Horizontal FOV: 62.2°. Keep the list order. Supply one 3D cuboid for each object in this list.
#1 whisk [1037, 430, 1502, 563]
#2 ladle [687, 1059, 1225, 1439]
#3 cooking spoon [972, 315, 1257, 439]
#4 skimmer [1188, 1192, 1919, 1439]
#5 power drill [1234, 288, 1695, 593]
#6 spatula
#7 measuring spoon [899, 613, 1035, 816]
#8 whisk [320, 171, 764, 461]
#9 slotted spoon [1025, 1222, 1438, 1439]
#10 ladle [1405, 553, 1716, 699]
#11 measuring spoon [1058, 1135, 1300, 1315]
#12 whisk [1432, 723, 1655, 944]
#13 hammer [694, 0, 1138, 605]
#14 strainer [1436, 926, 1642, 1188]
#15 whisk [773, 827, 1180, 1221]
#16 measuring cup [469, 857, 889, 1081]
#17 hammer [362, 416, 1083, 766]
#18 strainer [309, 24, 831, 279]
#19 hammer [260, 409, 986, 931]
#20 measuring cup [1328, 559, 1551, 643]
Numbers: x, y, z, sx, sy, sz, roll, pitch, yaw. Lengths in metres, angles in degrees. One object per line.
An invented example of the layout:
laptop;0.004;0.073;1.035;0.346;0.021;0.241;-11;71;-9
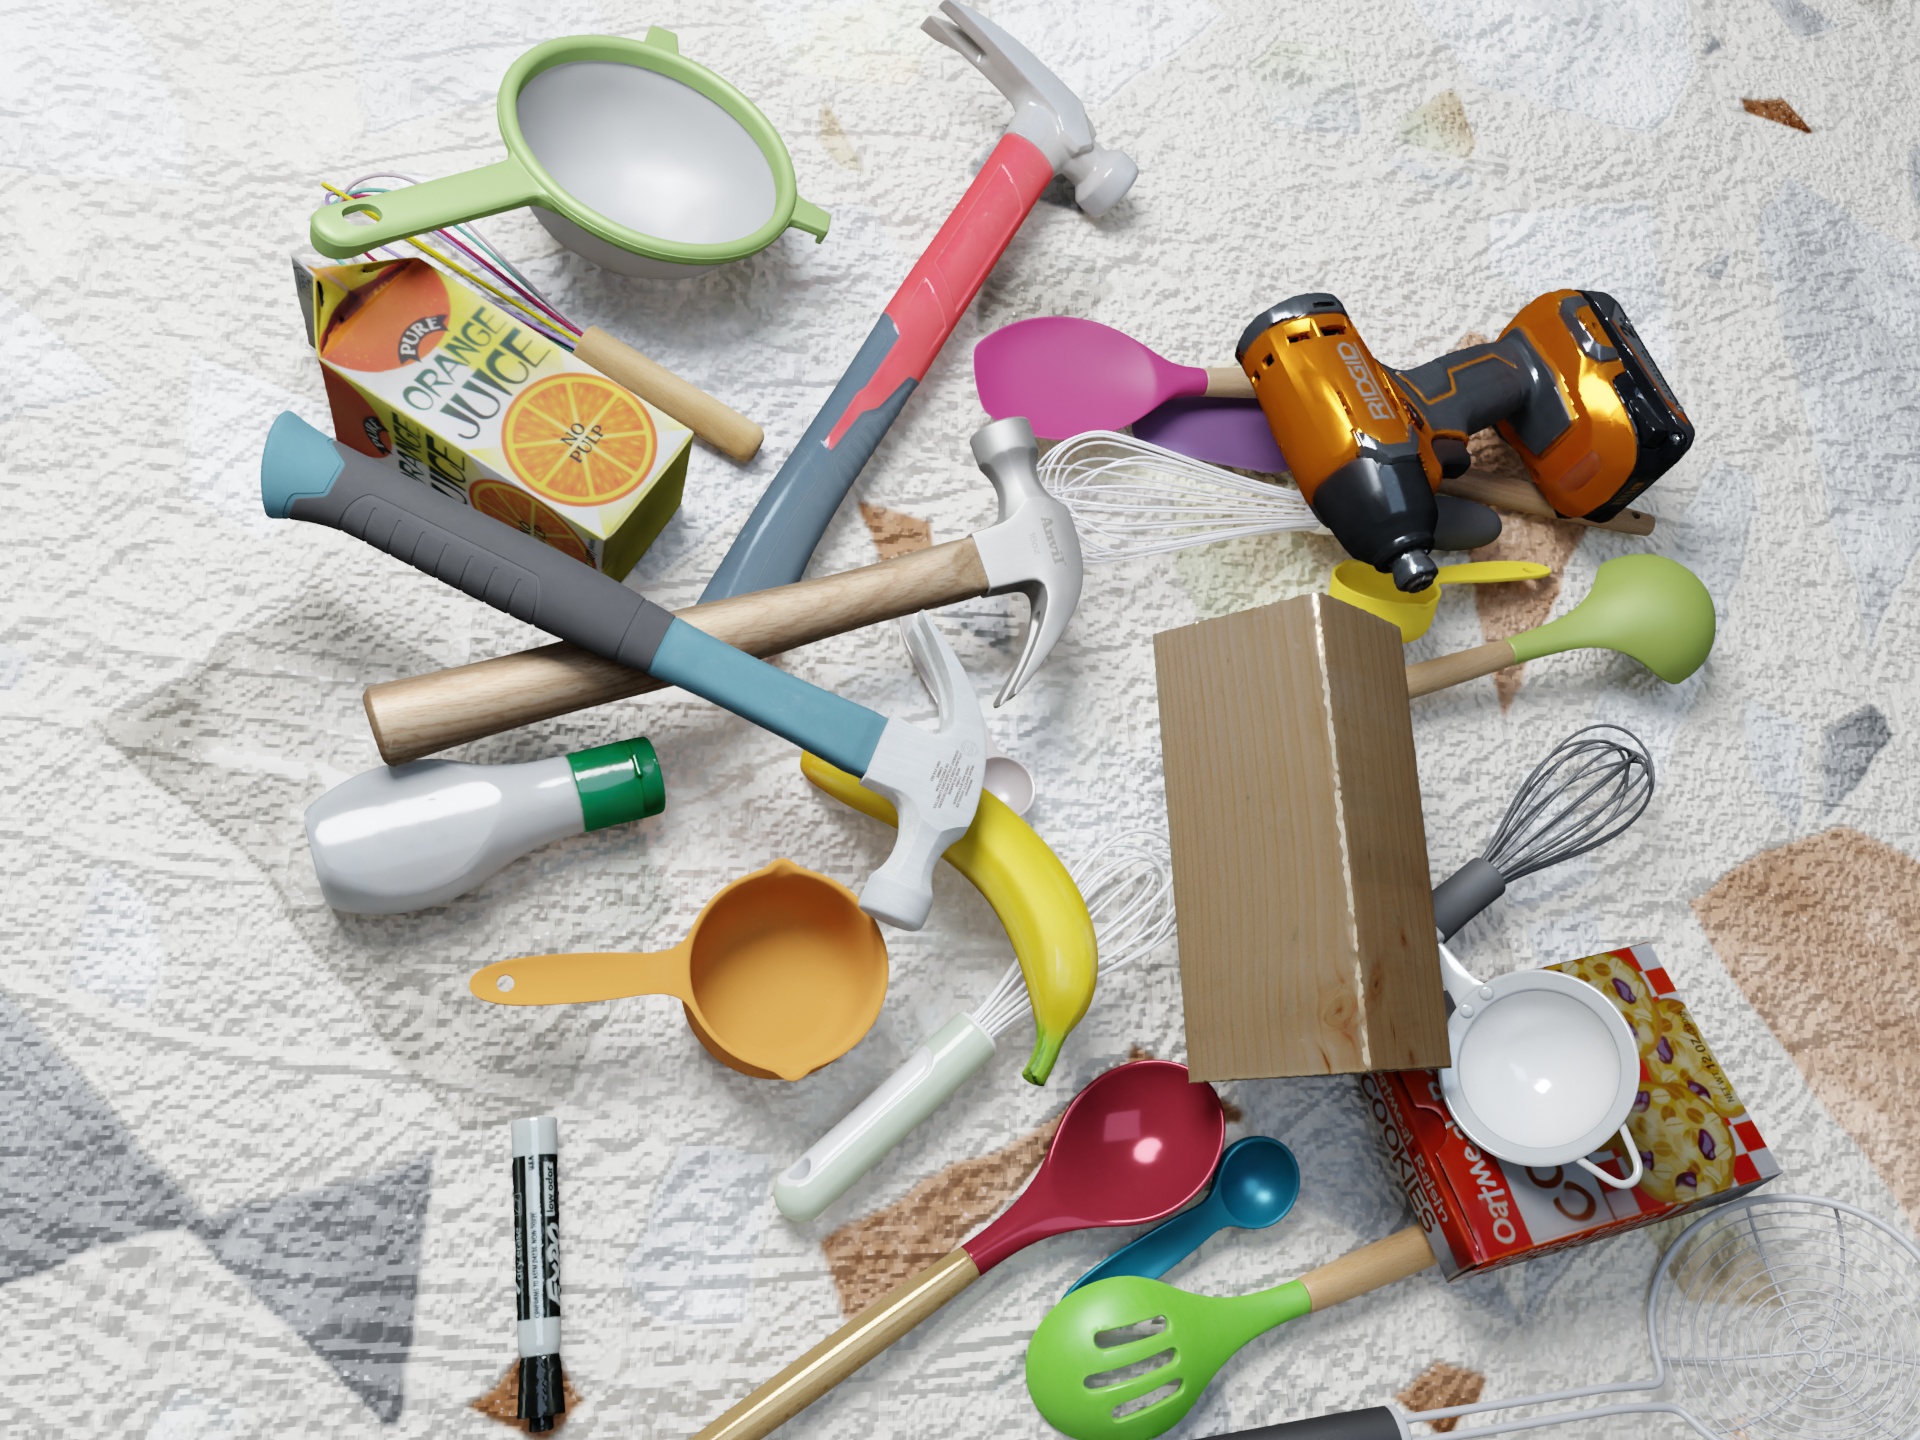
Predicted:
whisk;0.167;-0.113;0.845;0.284;0.070;0.070;1;70;-19
ladle;-0.016;0.246;0.675;0.315;0.031;0.069;-30;57;-20
cooking spoon;0.154;-0.185;0.872;0.318;0.017;0.069;-4;79;-21
skimmer;0.253;0.286;0.696;0.363;0.090;0.127;-3;39;-13
power drill;0.270;-0.148;0.836;0.226;0.084;0.164;-9;66;-25
spatula;0.247;-0.144;0.896;0.316;0.018;0.060;12;61;-9
measuring spoon;-0.001;-0.003;0.783;0.034;0.018;0.124;-20;69;-20
whisk;-0.207;-0.197;0.786;0.245;0.047;0.051;30;64;-5
slotted spoon;0.177;0.251;0.724;0.313;0.031;0.070;-13;85;-20
ladle;0.264;-0.024;0.849;0.320;0.062;0.078;-16;70;-12
measuring spoon;0.096;0.230;0.719;0.128;0.021;0.042;-29;99;-13
whisk;0.264;0.077;0.802;0.239;0.055;0.055;-34;81;-19
hammer;-0.043;-0.199;0.815;0.143;0.038;0.386;38;66;-19
strainer;0.223;0.109;0.743;0.087;0.050;0.259;-44;59;11
whisk;0.013;0.135;0.716;0.246;0.058;0.059;-39;113;-20
measuring cup;-0.120;0.114;0.687;0.173;0.052;0.095;-1;70;-13
hammer;-0.096;-0.039;0.719;0.331;0.031;0.130;-17;83;-18
strainer;-0.198;-0.247;0.772;0.256;0.069;0.151;-32;79;-38
hammer;-0.140;-0.037;0.673;0.331;0.033;0.128;26;73;-8
measuring cup;0.264;-0.067;0.865;0.156;0.029;0.062;-8;31;-31
